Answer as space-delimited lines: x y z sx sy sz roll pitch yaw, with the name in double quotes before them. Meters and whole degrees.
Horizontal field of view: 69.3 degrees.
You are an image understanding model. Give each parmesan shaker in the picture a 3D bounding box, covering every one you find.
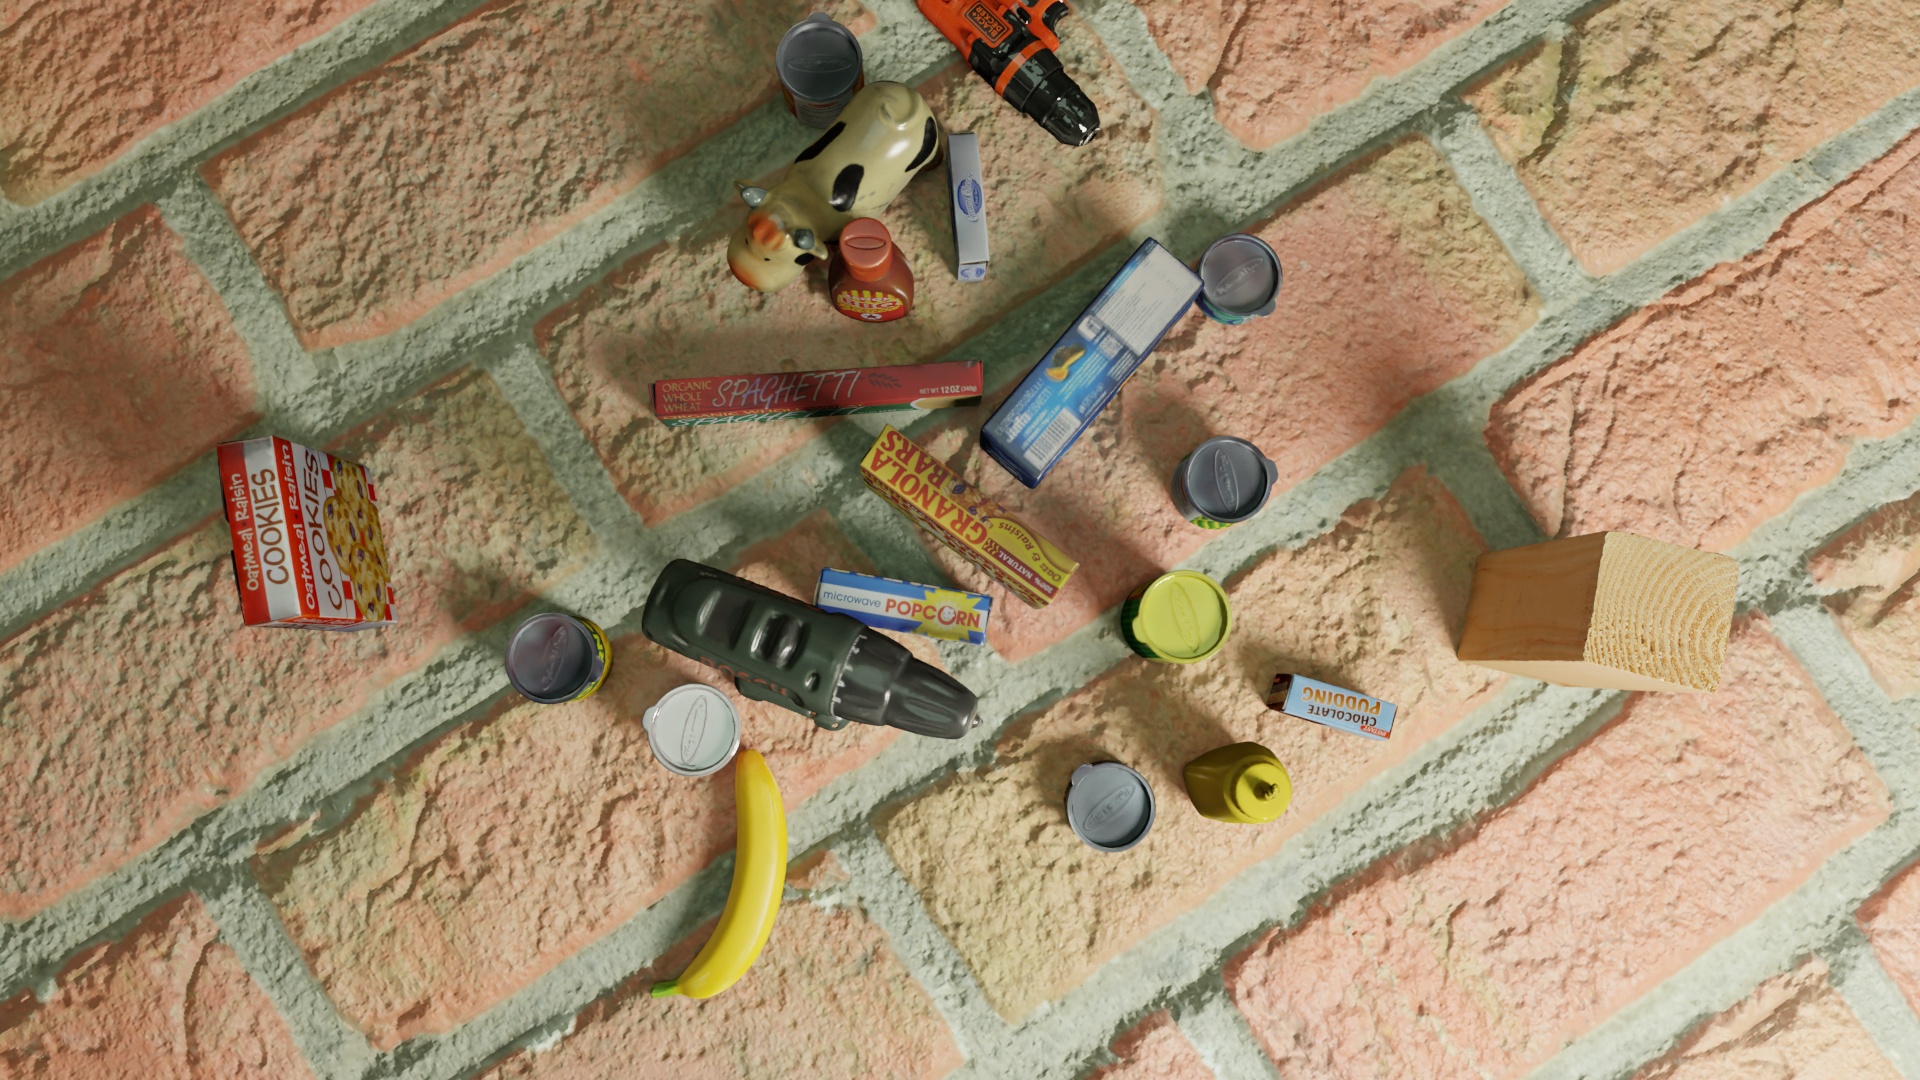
"parmesan shaker" 0.154 0.058 1.023 0.071 0.103 0.071 0 85 -1

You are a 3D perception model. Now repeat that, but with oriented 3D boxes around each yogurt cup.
"yogurt cup" -0.194 0.139 1.030 0.072 0.054 0.072 0 85 -2

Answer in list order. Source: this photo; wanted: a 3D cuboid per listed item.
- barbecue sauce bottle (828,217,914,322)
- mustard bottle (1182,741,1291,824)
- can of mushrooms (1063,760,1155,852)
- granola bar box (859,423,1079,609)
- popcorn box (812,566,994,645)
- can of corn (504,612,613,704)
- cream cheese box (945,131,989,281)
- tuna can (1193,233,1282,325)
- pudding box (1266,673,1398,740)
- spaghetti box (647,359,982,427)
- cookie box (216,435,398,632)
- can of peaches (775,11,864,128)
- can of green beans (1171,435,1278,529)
"barbecue sauce bottle" -0.067 -0.198 1.018 0.065 0.148 0.043 3 85 -1
"mustard bottle" 0.201 0.174 0.984 0.065 0.160 0.049 -21 86 -3
"can of mushrooms" 0.110 0.197 1.043 0.071 0.033 0.071 0 85 -2
"granola bar box" 0.004 -0.013 1.015 0.165 0.124 0.039 36 85 2
"popcorn box" -0.042 0.049 1.027 0.127 0.085 0.038 10 85 -1
"can of corn" -0.294 0.088 1.030 0.071 0.058 0.071 0 85 -2
"cream cheese box" 0.005 -0.256 1.073 0.024 0.053 0.104 -5 85 -2
"tuna can" 0.217 -0.201 1.085 0.071 0.033 0.071 0 85 -2
"pudding box" 0.279 0.125 1.047 0.084 0.049 0.030 16 85 0
"spaghetti box" -0.108 -0.112 1.058 0.250 0.050 0.028 -4 85 -2
"cookie box" -0.457 0.000 0.978 0.040 0.167 0.123 -12 85 -2
"can of peaches" -0.107 -0.363 1.078 0.071 0.058 0.071 0 85 -2
"can of green beans" 0.197 -0.043 1.056 0.071 0.058 0.071 0 85 -2
